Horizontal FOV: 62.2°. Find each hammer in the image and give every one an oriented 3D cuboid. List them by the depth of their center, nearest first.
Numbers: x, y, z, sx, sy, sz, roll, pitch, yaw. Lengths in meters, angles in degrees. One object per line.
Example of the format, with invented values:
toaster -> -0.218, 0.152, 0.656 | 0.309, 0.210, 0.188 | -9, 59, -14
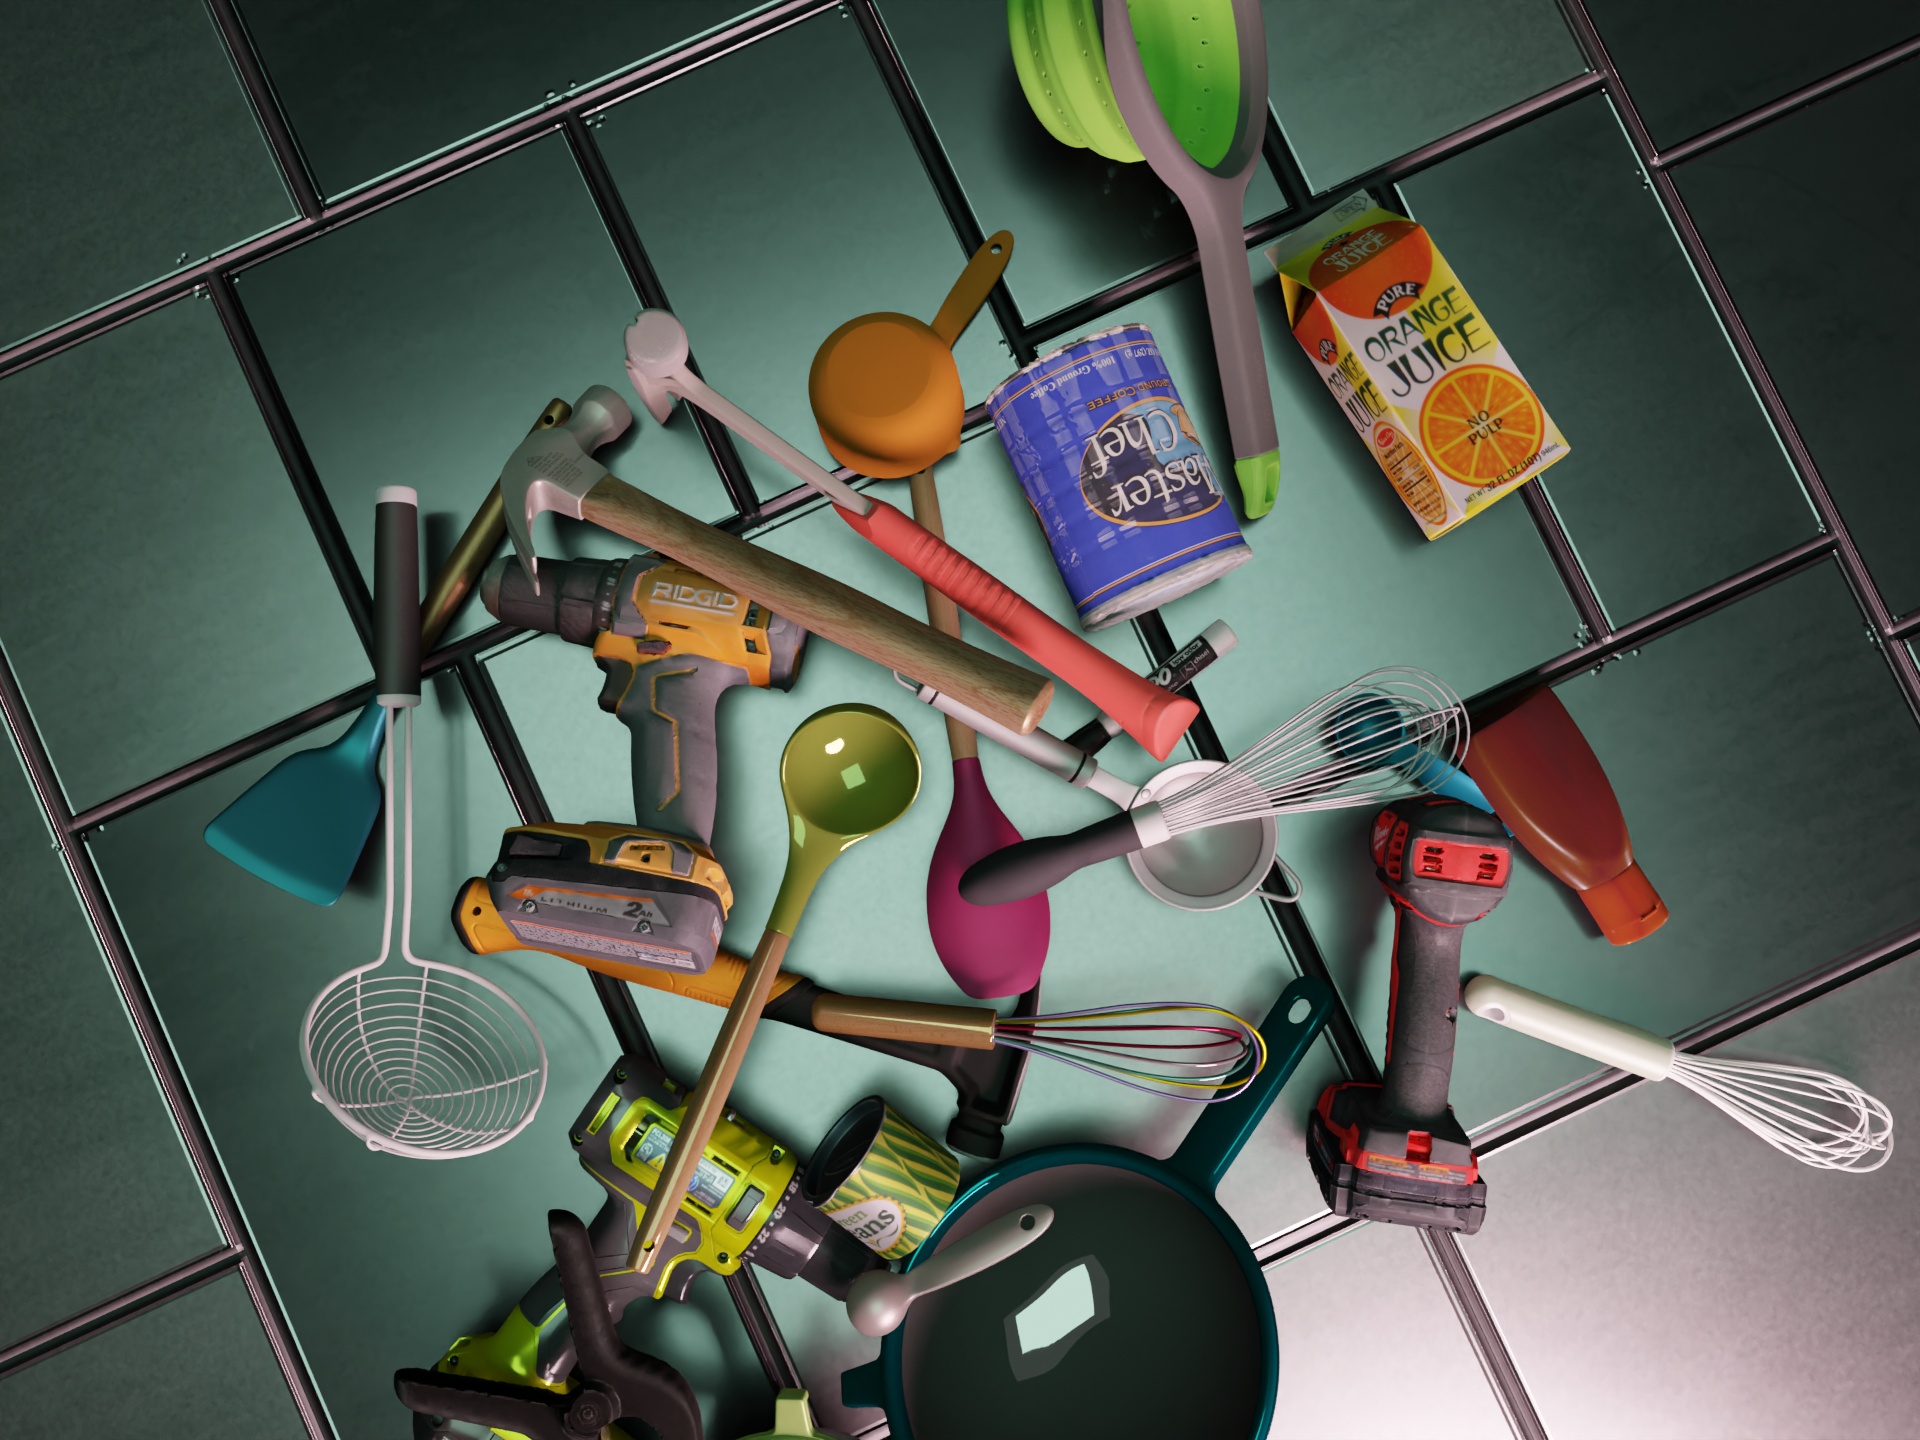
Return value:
hammer -> -0.104, -0.075, 0.860 | 0.331, 0.031, 0.130 | 26, 56, 12
hammer -> -0.027, -0.094, 0.869 | 0.359, 0.149, 0.037 | 35, 85, -1
hammer -> -0.122, 0.142, 0.902 | 0.337, 0.034, 0.127 | 16, 87, 1

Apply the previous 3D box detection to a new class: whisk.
whisk -> 0.132, 0.045, 0.847 | 0.284, 0.070, 0.070 | -21, 87, 7
whisk -> 0.040, 0.164, 0.854 | 0.245, 0.047, 0.051 | 4, 56, 9
whisk -> 0.404, 0.193, 0.896 | 0.246, 0.057, 0.059 | 20, 52, 4

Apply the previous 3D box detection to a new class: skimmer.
skimmer -> -0.287, 0.045, 0.848 | 0.127, 0.090, 0.363 | 4, 79, -41

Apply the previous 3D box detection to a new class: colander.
colander -> 0.106, -0.307, 0.900 | 0.094, 0.204, 0.397 | -4, 104, 33

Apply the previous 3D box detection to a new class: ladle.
ladle -> -0.106, 0.138, 0.849 | 0.078, 0.062, 0.320 | 25, 75, -11

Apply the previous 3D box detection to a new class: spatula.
spatula -> -0.309, -0.050, 0.910 | 0.082, 0.044, 0.317 | 30, 86, -3

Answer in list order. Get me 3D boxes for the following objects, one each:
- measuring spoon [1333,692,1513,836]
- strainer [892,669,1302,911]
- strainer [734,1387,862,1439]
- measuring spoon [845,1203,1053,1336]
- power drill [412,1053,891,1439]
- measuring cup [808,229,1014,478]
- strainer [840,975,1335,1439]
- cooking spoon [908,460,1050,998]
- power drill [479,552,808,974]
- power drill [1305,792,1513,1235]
measuring spoon -> 0.268, 0.030, 0.921 | 0.128, 0.021, 0.042 | 34, 81, -7
strainer -> 0.076, 0.030, 0.890 | 0.258, 0.050, 0.087 | 29, 97, -6
strainer -> -0.036, 0.468, 0.861 | 0.256, 0.069, 0.151 | 38, 105, -1
measuring spoon -> -0.007, 0.286, 0.840 | 0.124, 0.018, 0.034 | -29, 54, 3
power drill -> -0.168, 0.324, 0.871 | 0.190, 0.080, 0.228 | 35, 85, -3
measuring cup -> -0.020, -0.223, 0.911 | 0.095, 0.052, 0.173 | 31, 82, 13
strainer -> 0.108, 0.292, 0.860 | 0.211, 0.095, 0.340 | 29, 73, 33
cooking spoon -> -0.001, -0.003, 0.902 | 0.068, 0.017, 0.319 | -9, 79, -2
power drill -> -0.192, 0.010, 0.869 | 0.185, 0.084, 0.226 | 10, 67, 1
power drill -> 0.243, 0.147, 0.855 | 0.078, 0.143, 0.219 | 7, 93, 5
